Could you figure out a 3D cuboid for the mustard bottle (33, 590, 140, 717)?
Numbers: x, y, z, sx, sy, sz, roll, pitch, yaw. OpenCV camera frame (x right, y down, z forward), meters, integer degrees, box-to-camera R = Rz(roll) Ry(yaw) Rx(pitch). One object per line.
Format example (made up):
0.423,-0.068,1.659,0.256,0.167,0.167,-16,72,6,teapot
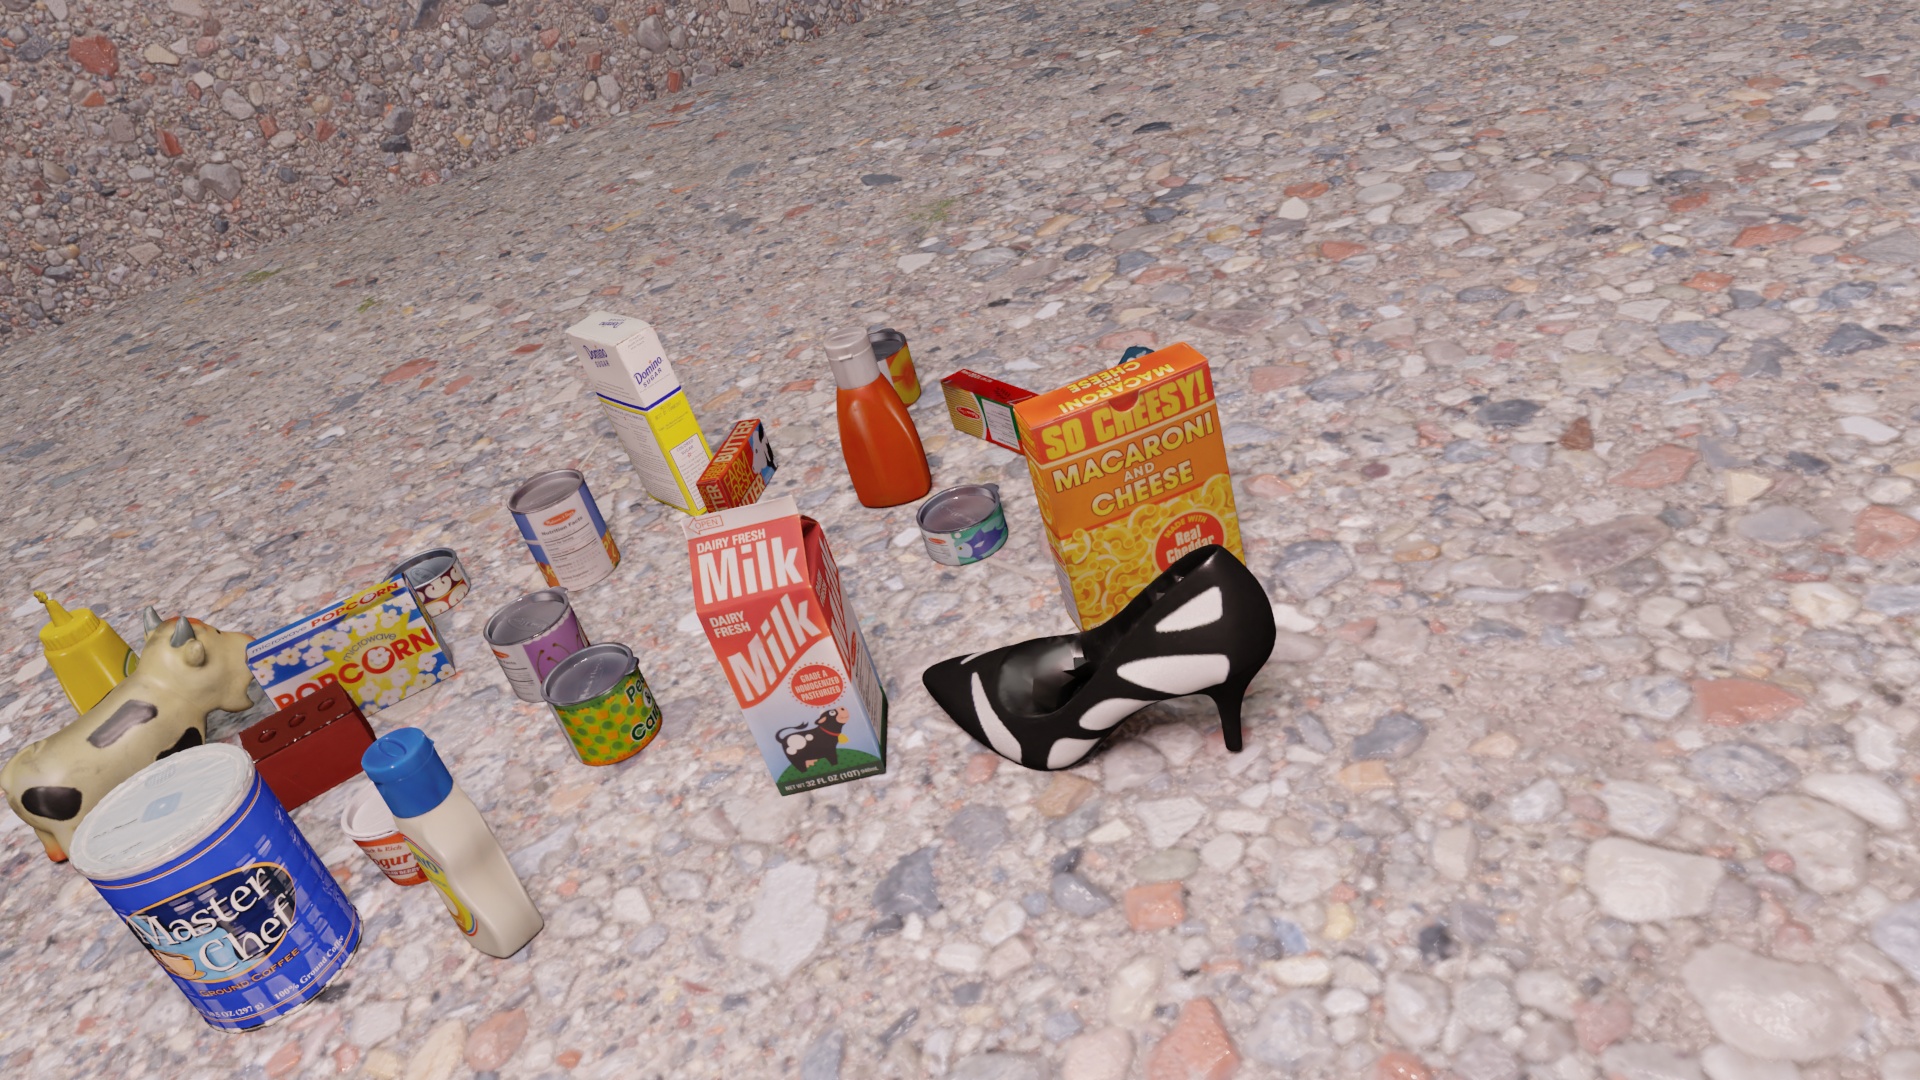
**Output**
-0.668,0.103,1.079,0.049,0.159,0.065,-24,32,-10,mustard bottle

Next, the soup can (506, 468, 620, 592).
-0.333,-0.010,1.169,0.071,0.083,0.072,-12,32,8,soup can

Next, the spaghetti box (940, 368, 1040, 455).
0.072,-0.089,1.132,0.029,0.050,0.250,-33,35,-24,spaghetti box

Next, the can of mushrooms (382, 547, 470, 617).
-0.464,0.039,1.204,0.071,0.033,0.071,-12,32,8,can of mushrooms

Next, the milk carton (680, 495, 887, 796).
-0.106,0.058,0.853,0.072,0.189,0.074,-13,31,7,milk carton

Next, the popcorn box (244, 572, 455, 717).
-0.470,0.092,1.074,0.127,0.085,0.038,-27,33,-16,popcorn box

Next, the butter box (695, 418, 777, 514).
-0.193,-0.058,1.207,0.024,0.053,0.104,-5,33,20,butter box

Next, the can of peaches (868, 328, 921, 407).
-0.074,-0.157,1.302,0.071,0.057,0.071,-12,32,8,can of peaches

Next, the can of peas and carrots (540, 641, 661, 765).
-0.245,0.112,0.960,0.071,0.058,0.071,-12,32,8,can of peas and carrots

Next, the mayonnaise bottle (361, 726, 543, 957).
-0.295,0.174,0.802,0.065,0.147,0.041,14,43,41,mayonnaise bottle

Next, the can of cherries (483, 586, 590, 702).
-0.314,0.078,1.047,0.071,0.058,0.072,-12,32,8,can of cherries

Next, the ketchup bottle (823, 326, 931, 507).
-0.071,-0.099,1.122,0.065,0.148,0.044,-11,32,10,ketchup bottle

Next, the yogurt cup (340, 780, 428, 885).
-0.358,0.186,0.903,0.072,0.053,0.073,-12,32,8,yogurt cup

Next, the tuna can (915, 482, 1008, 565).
0.004,-0.013,1.063,0.071,0.032,0.071,-12,32,8,tuna can

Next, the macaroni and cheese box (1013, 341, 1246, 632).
0.115,-0.031,0.911,0.124,0.165,0.040,-22,31,-8,macaroni and cheese box
